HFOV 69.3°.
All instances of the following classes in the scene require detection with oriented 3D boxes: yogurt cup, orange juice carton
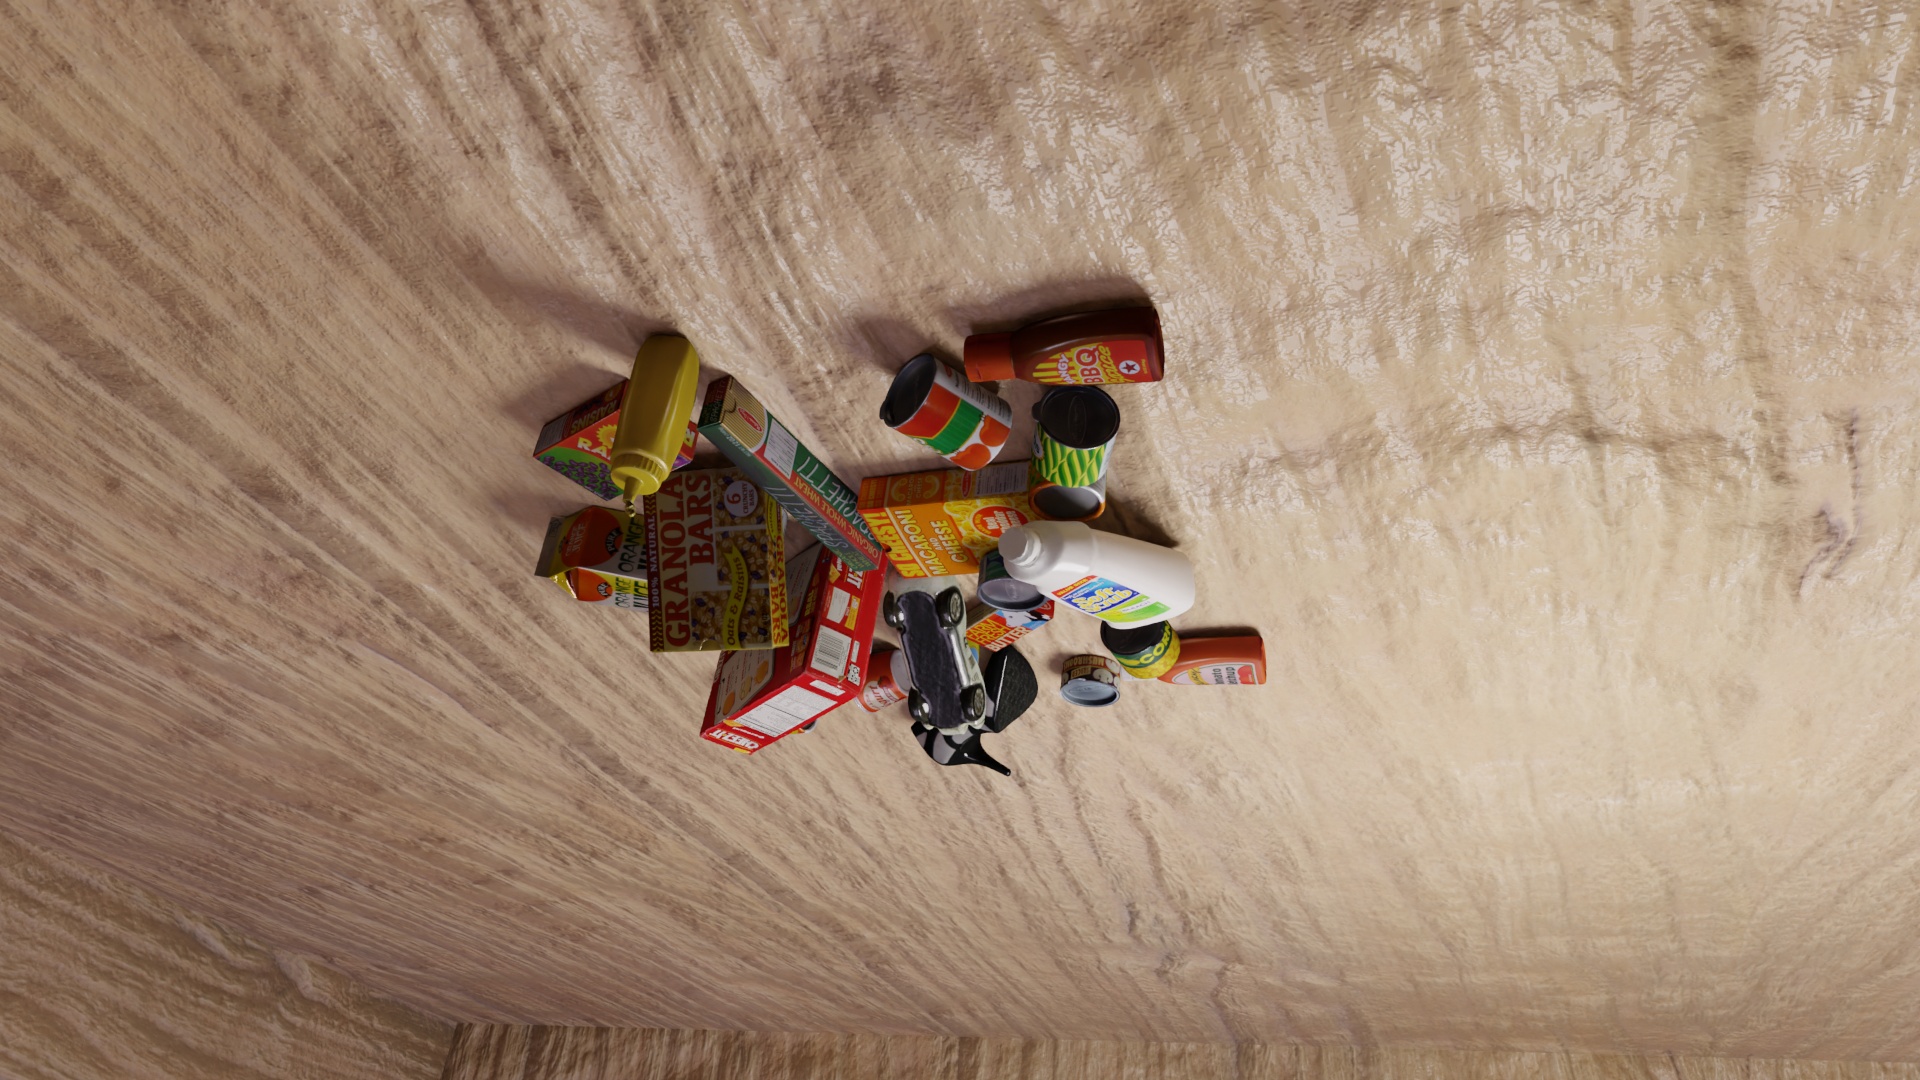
[{"bbox_3d":[-0.086,0.153,1.543,0.054,0.073,0.072,-19,140,23],"label":"yogurt cup"},{"bbox_3d":[-0.316,0.024,1.371,0.193,0.072,0.072,11,147,-7],"label":"orange juice carton"}]

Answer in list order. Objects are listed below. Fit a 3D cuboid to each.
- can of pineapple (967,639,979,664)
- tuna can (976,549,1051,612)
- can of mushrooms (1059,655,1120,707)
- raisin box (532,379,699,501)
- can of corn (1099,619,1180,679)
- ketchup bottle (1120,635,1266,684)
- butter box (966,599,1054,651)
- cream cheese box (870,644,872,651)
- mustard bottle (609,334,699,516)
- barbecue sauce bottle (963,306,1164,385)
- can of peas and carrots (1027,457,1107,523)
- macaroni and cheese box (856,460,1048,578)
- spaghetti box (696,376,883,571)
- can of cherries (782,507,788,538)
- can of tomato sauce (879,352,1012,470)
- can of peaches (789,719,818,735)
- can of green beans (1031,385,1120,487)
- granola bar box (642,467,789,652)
[{"bbox_3d":[-0.013,0.130,1.496,0.071,0.058,0.070,5,148,3],"label":"can of pineapple"},{"bbox_3d":[0.051,0.037,1.280,0.071,0.033,0.070,4,149,3],"label":"tuna can"},{"bbox_3d":[0.142,0.154,1.527,0.071,0.033,0.070,5,148,3],"label":"can of mushrooms"},{"bbox_3d":[-0.303,-0.086,1.225,0.123,0.040,0.086,-20,138,35],"label":"raisin box"},{"bbox_3d":[0.184,0.100,1.398,0.071,0.071,0.058,-10,145,25],"label":"can of corn"},{"bbox_3d":[0.243,0.127,1.455,0.149,0.044,0.064,-3,147,16],"label":"ketchup bottle"},{"bbox_3d":[0.046,0.080,1.436,0.053,0.024,0.103,25,144,-25],"label":"butter box"},{"bbox_3d":[-0.154,0.108,1.519,0.104,0.024,0.053,-8,144,22],"label":"cream cheese box"},{"bbox_3d":[-0.245,-0.088,1.097,0.049,0.161,0.065,7,146,2],"label":"mustard bottle"},{"bbox_3d":[0.078,-0.144,1.055,0.148,0.044,0.064,-2,148,15],"label":"barbecue sauce bottle"},{"bbox_3d":[0.091,-0.053,1.182,0.071,0.059,0.070,5,148,3],"label":"can of peas and carrots"},{"bbox_3d":[0.005,-0.016,1.276,0.166,0.040,0.123,-6,145,19],"label":"macaroni and cheese box"},{"bbox_3d":[-0.144,-0.052,1.238,0.028,0.050,0.249,-10,144,29],"label":"spaghetti box"},{"bbox_3d":[-0.204,-0.003,1.320,0.071,0.059,0.071,5,148,3],"label":"can of cherries"},{"bbox_3d":[-0.011,-0.101,1.118,0.083,0.071,0.071,28,142,-31],"label":"can of tomato sauce"},{"bbox_3d":[-0.207,0.195,1.630,0.058,0.071,0.071,-10,144,26],"label":"can of peaches"},{"bbox_3d":[0.092,-0.085,1.125,0.071,0.071,0.057,7,148,0],"label":"can of green beans"},{"bbox_3d":[-0.223,0.017,1.261,0.124,0.165,0.039,-3,179,16],"label":"granola bar box"}]
